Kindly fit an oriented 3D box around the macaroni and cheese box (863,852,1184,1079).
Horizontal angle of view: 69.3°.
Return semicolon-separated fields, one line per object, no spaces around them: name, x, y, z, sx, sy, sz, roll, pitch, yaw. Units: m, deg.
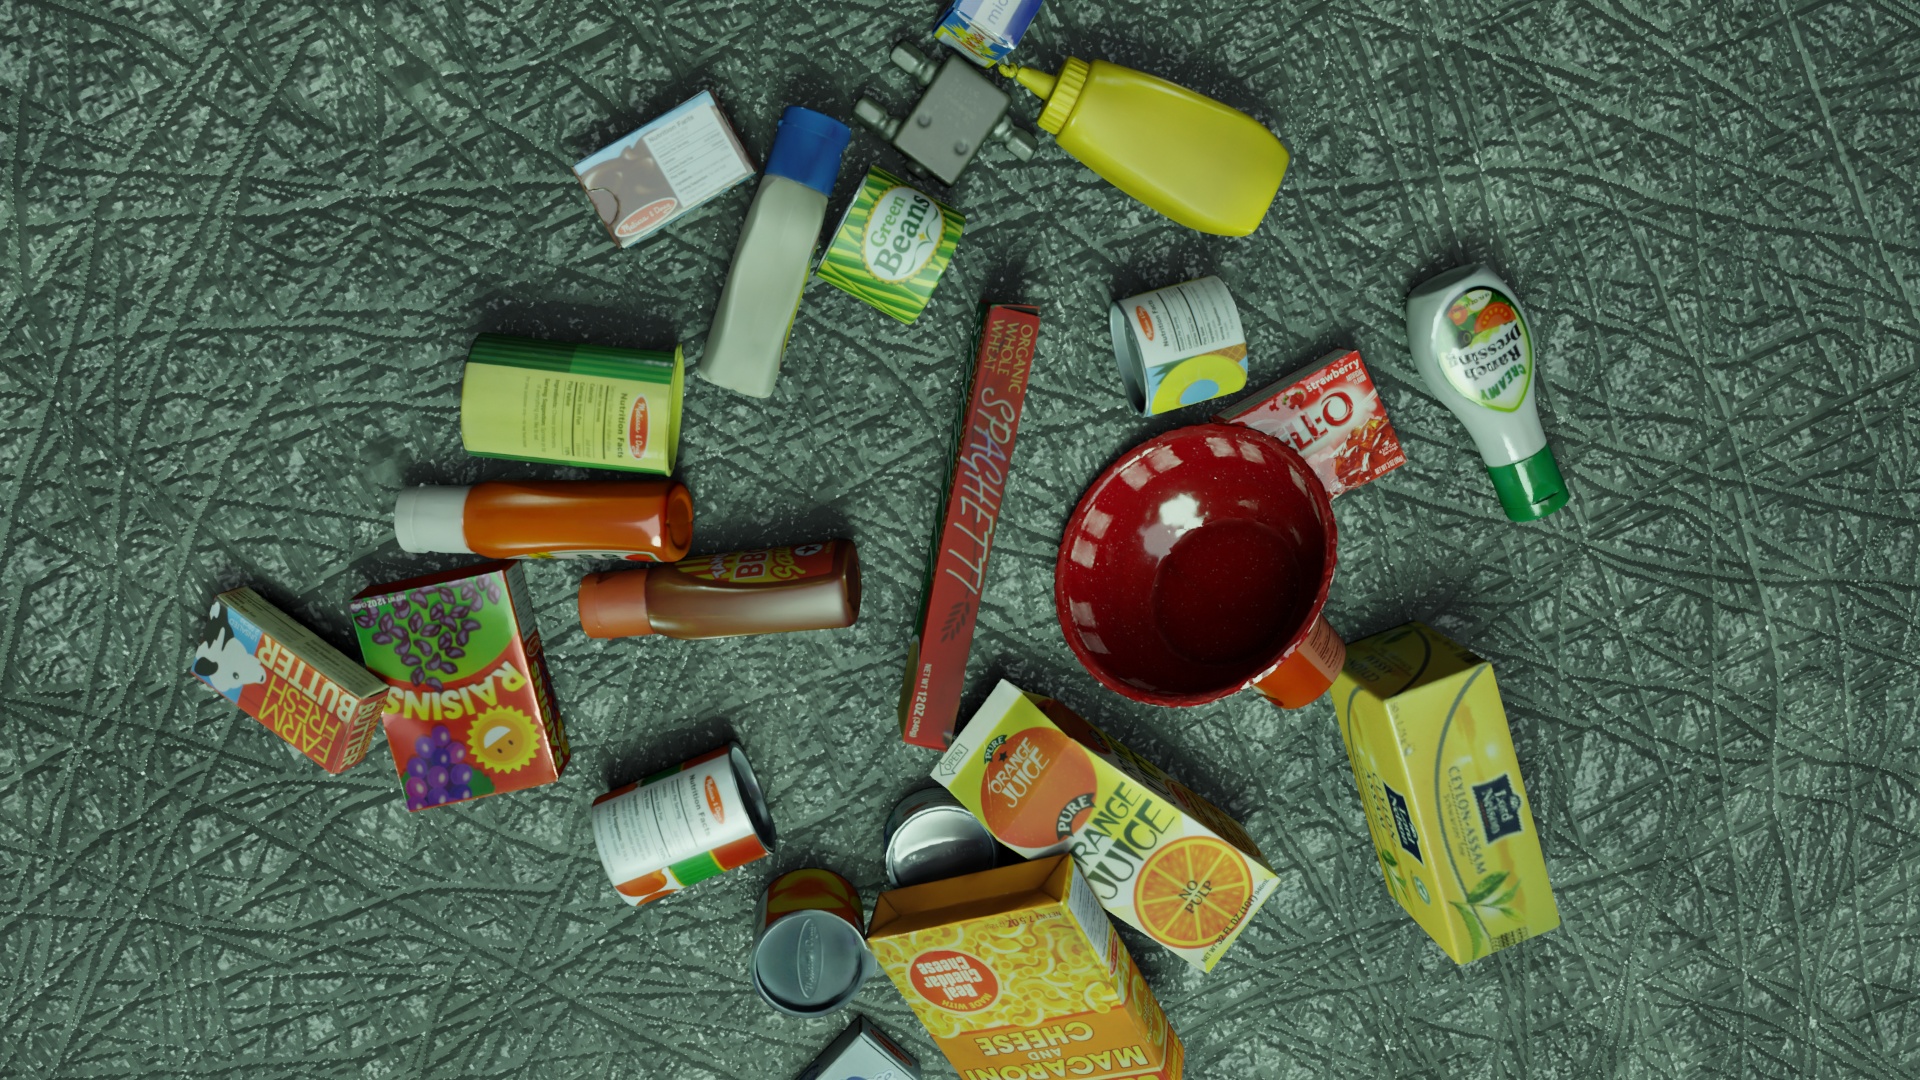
macaroni and cheese box;0.040;0.259;0.793;0.123;0.040;0.166;-18;118;23

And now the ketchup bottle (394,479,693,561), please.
ketchup bottle;-0.222;-0.011;0.741;0.149;0.065;0.043;1;91;3

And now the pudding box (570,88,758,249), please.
pudding box;-0.154;-0.194;0.726;0.084;0.030;0.049;-30;104;0

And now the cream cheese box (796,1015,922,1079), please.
cream cheese box;-0.077;0.345;0.843;0.053;0.024;0.104;44;94;-12

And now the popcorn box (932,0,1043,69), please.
popcorn box;0.036;-0.305;0.697;0.038;0.085;0.126;30;96;-12

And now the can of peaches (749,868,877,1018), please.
can of peaches;-0.085;0.232;0.803;0.071;0.058;0.071;-1;101;-6

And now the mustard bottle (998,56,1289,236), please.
mustard bottle;0.093;-0.219;0.739;0.160;0.049;0.065;25;98;-10

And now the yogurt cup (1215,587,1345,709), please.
yogurt cup;0.183;0.060;0.797;0.054;0.072;0.072;41;95;-20

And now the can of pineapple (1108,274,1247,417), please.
can of pineapple;0.118;-0.105;0.757;0.058;0.071;0.071;-15;103;-3

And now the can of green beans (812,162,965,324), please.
can of green beans;-0.037;-0.155;0.728;0.058;0.071;0.071;27;97;-11

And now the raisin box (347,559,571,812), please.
raisin box;-0.273;0.079;0.762;0.086;0.040;0.123;-12;101;-4

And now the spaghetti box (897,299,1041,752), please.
spaghetti box;0.003;-0.010;0.770;0.029;0.050;0.249;10;100;-9

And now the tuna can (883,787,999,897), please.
tuna can;-0.011;0.183;0.814;0.071;0.033;0.071;-1;101;-6

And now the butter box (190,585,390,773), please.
butter box;-0.357;0.074;0.738;0.103;0.024;0.053;32;111;8

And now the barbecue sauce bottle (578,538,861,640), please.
barbecue sauce bottle;-0.131;0.030;0.758;0.148;0.065;0.043;-6;110;4

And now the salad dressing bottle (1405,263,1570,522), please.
salad dressing bottle;0.304;-0.082;0.792;0.064;0.044;0.147;-28;103;0

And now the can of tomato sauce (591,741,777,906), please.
can of tomato sauce;-0.154;0.159;0.779;0.083;0.071;0.071;-22;103;-1

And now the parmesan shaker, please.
parmesan shaker;-0.200;-0.074;0.726;0.103;0.071;0.071;6;101;-7

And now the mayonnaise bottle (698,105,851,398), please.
mayonnaise bottle;-0.097;-0.150;0.726;0.041;0.065;0.148;18;95;-13

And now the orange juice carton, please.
orange juice carton;0.080;0.158;0.799;0.192;0.073;0.071;35;96;-11
